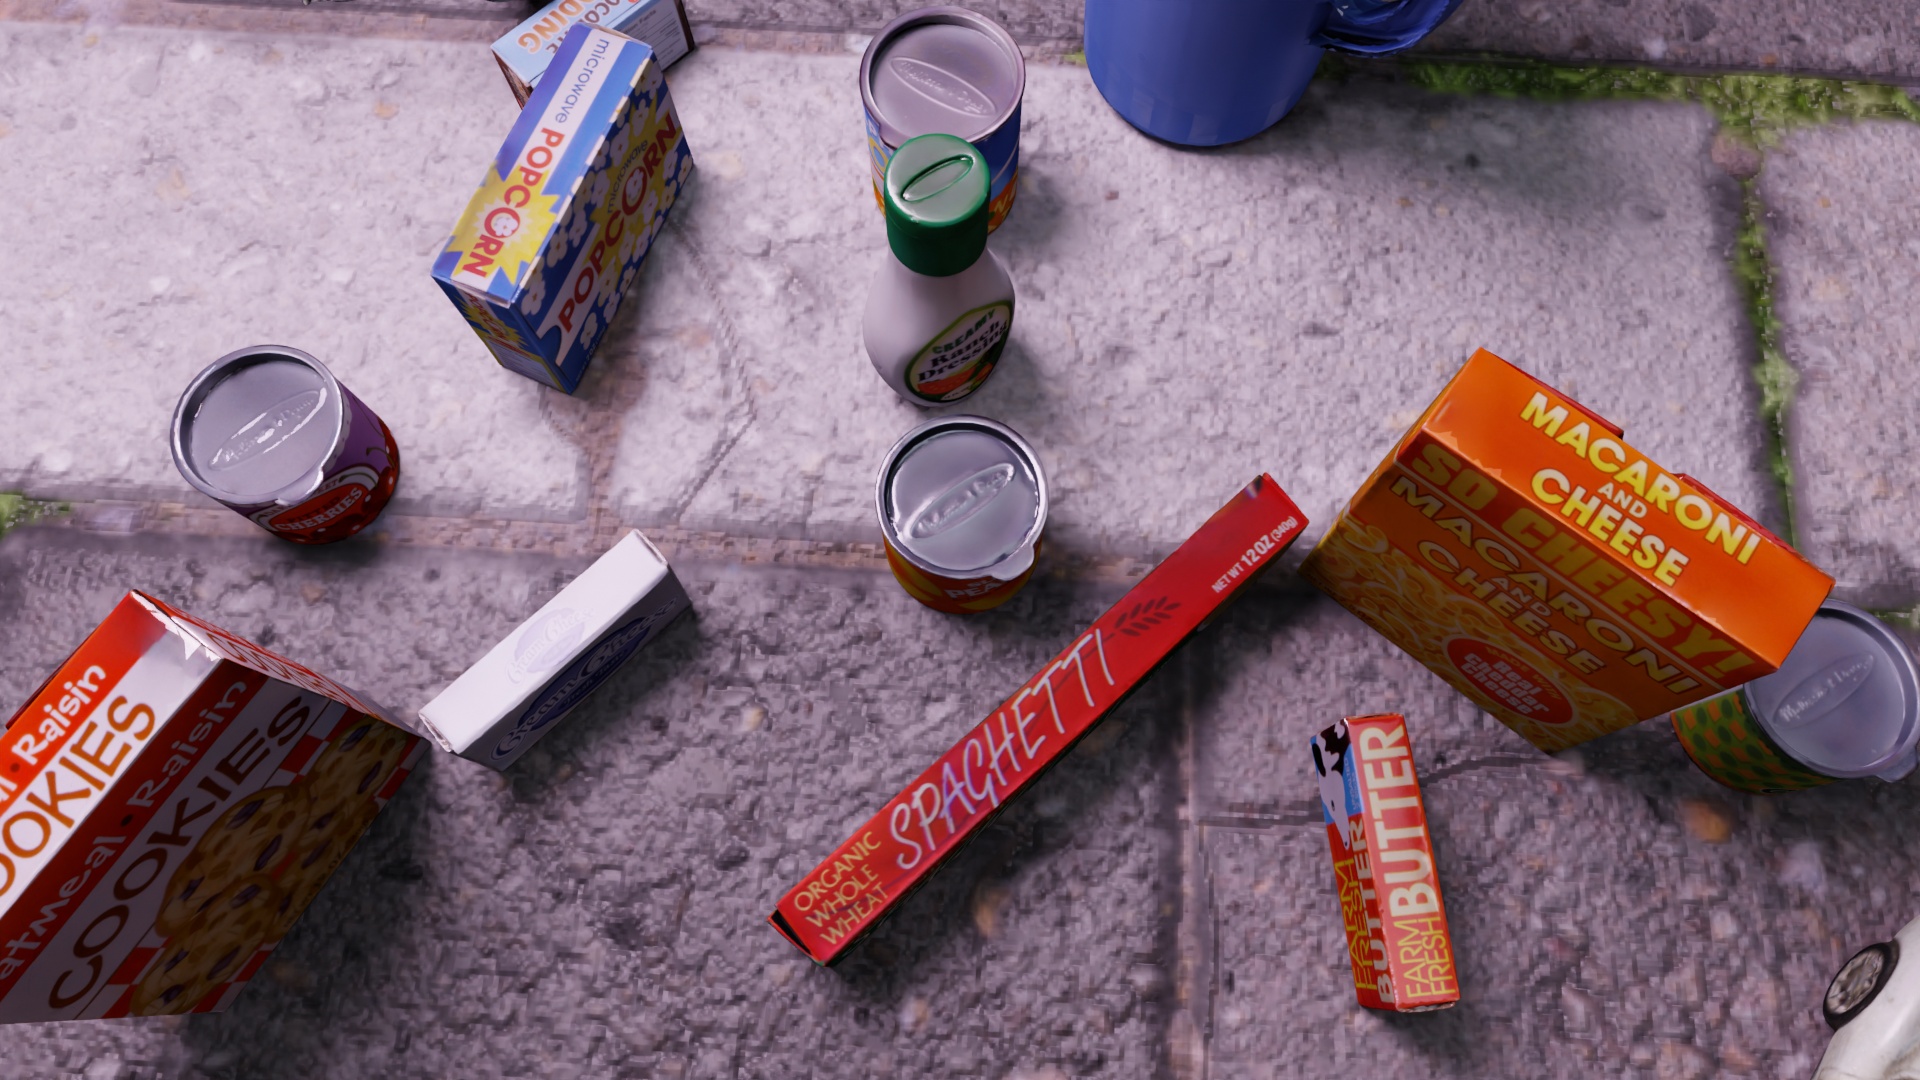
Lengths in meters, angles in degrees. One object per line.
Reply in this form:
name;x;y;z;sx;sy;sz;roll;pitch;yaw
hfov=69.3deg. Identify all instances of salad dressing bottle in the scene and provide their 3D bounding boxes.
salad dressing bottle;-0.008;-0.099;0.532;0.064;0.147;0.044;-32;75;-9

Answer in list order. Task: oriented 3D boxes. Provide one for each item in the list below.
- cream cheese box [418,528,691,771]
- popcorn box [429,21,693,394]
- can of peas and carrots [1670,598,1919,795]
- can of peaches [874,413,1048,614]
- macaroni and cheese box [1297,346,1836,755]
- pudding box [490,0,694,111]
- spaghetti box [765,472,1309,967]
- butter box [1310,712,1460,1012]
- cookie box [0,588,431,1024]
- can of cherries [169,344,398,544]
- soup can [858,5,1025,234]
cream cheese box;-0.152;0.044;0.536;0.104;0.053;0.024;-42;77;-12
popcorn box;-0.160;-0.136;0.577;0.038;0.085;0.127;21;74;6
can of peas and carrots;0.317;0.063;0.527;0.071;0.058;0.071;0;73;0
can of peaches;0.002;-0.007;0.550;0.071;0.058;0.071;0;73;0
macaroni and cheese box;0.197;0.011;0.487;0.124;0.166;0.040;37;77;11
pudding box;-0.163;-0.221;0.622;0.084;0.049;0.030;-42;77;-12
spaghetti box;0.033;0.068;0.530;0.250;0.050;0.029;-41;77;-12
butter box;0.155;0.119;0.513;0.024;0.053;0.104;-6;73;-2
cookie box;-0.259;0.095;0.460;0.040;0.167;0.123;32;76;9
can of cherries;-0.268;-0.035;0.558;0.071;0.058;0.071;0;73;0
soup can;-0.009;-0.170;0.588;0.071;0.083;0.071;0;73;0
